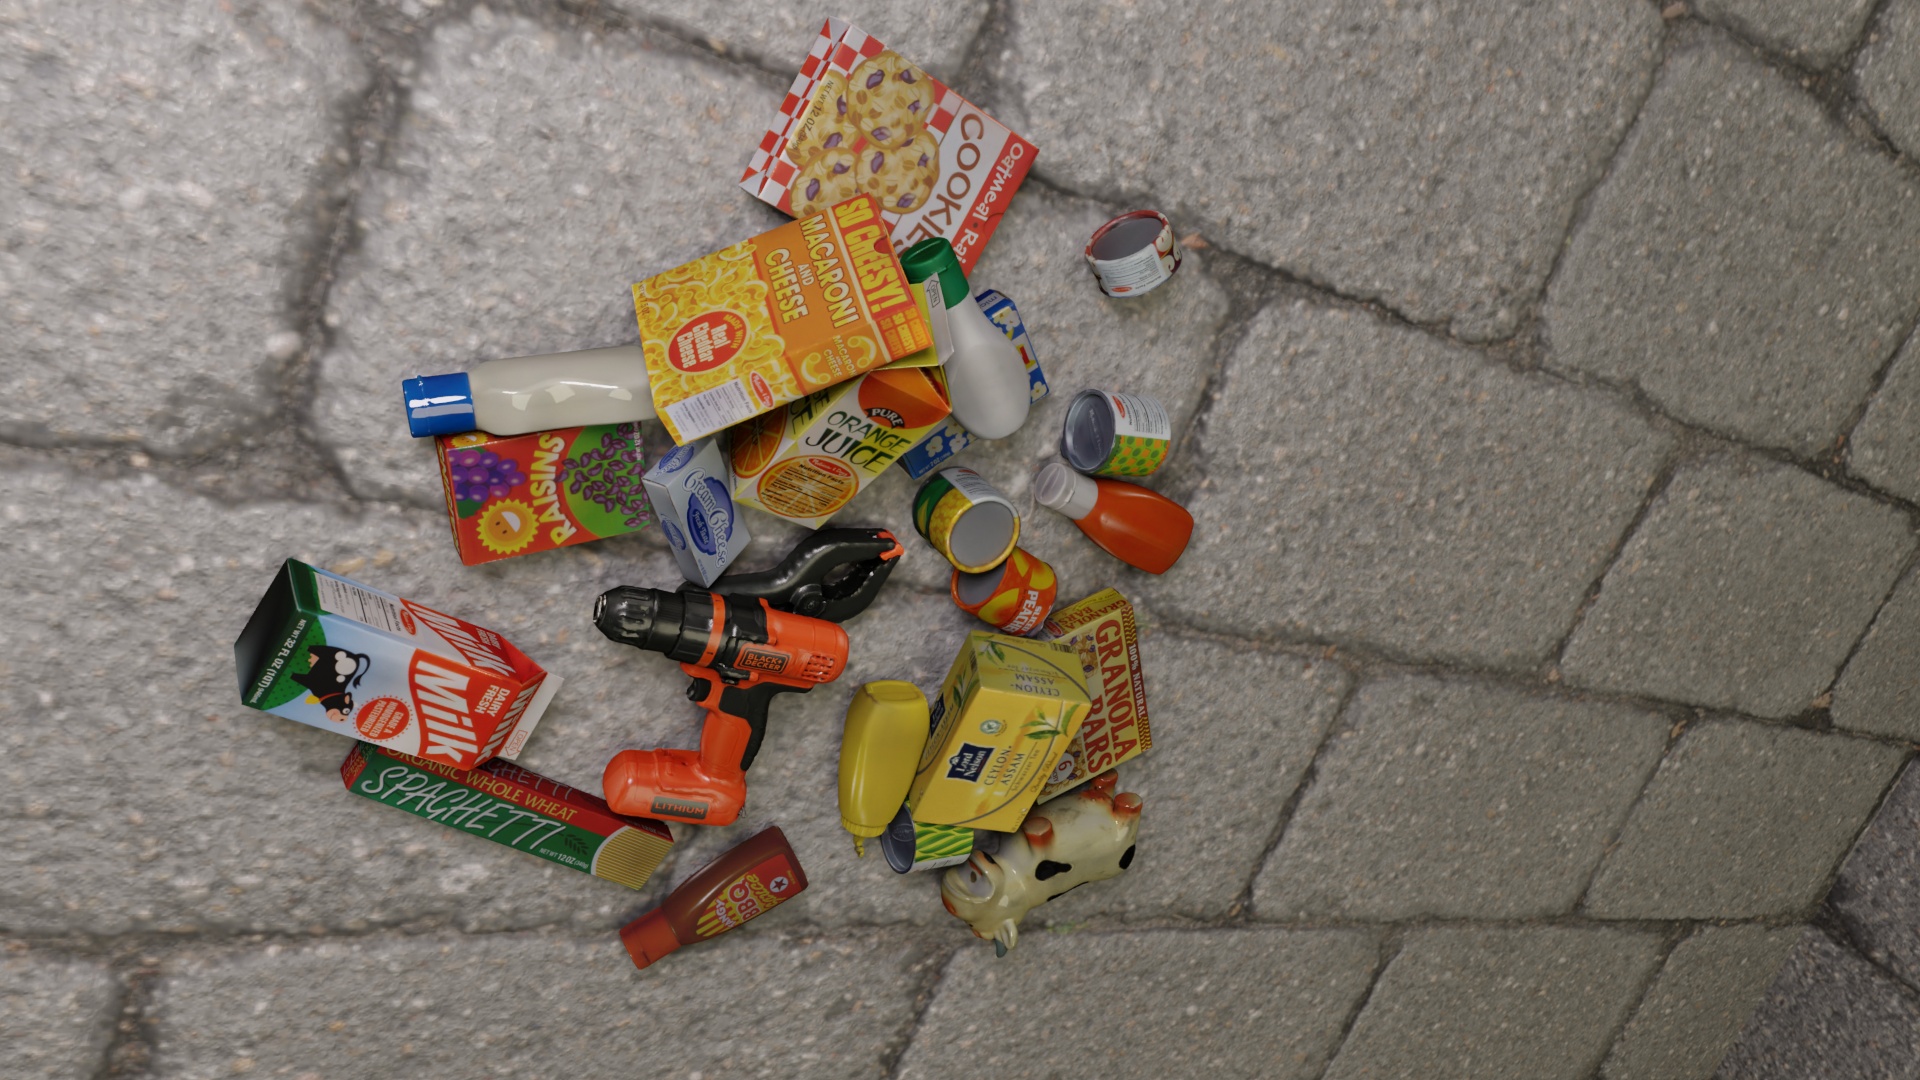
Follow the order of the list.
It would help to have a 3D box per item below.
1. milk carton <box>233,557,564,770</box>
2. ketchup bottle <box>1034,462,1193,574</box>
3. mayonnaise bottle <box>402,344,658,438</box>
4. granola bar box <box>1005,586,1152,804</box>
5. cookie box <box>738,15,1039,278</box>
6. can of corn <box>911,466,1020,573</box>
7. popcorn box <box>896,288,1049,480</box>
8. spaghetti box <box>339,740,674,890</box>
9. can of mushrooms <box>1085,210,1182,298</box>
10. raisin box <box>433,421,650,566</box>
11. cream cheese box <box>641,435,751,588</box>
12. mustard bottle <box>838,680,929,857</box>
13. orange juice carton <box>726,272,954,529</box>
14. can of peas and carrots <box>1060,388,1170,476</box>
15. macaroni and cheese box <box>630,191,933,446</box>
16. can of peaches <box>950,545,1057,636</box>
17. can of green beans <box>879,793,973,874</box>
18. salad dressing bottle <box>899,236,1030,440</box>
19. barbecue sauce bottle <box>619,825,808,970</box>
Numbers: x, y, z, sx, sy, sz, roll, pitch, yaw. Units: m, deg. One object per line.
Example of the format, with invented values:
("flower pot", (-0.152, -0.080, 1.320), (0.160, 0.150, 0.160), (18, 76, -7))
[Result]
("milk carton", (-0.357, 0.088, 0.900), (0.190, 0.073, 0.072), (27, 99, -38))
("ketchup bottle", (0.126, -0.022, 1.146), (0.149, 0.043, 0.064), (23, 101, -37))
("mayonnaise bottle", (-0.267, -0.091, 0.867), (0.148, 0.065, 0.041), (-10, 124, -21))
("granola bar box", (0.099, 0.136, 1.218), (0.124, 0.039, 0.164), (-24, 124, -17))
("cookie box", (-0.044, -0.248, 0.926), (0.167, 0.040, 0.122), (23, 102, -37))
("can of corn", (0.004, -0.013, 1.069), (0.071, 0.058, 0.070), (-14, 121, -24))
("popcorn box", (-0.005, -0.115, 1.022), (0.127, 0.038, 0.085), (-34, 128, -11))
("spaghetti box", (-0.321, 0.194, 1.007), (0.249, 0.029, 0.050), (33, 95, -38))
("can of mushrooms", (0.128, -0.215, 1.032), (0.071, 0.071, 0.033), (-38, 127, -8))
("raisin box", (-0.270, -0.040, 0.905), (0.124, 0.040, 0.085), (-14, 122, -26))
("cream cheese box", (-0.180, -0.021, 0.953), (0.053, 0.024, 0.103), (-53, 149, -32))
("mustard bottle", (-0.071, 0.192, 1.141), (0.065, 0.049, 0.159), (3, 114, -29))
("orange juice carton", (-0.071, -0.094, 0.919), (0.073, 0.072, 0.192), (21, 134, -37))
("can of peas and carrots", (0.122, -0.083, 1.099), (0.059, 0.071, 0.070), (3, 114, -32))
("macaroni and cheese box", (-0.114, -0.140, 0.860), (0.166, 0.124, 0.040), (-22, 139, 1))
("can of peaches", (0.035, 0.037, 1.107), (0.058, 0.071, 0.071), (31, 97, -37))
("can of green beans", (-0.029, 0.247, 1.184), (0.058, 0.071, 0.071), (-2, 116, -30))
("salad dressing bottle", (0.003, -0.139, 0.961), (0.064, 0.044, 0.147), (-31, 126, -6))
("barbecue sauce bottle", (-0.200, 0.291, 1.121), (0.149, 0.044, 0.064), (-28, 128, -15))
